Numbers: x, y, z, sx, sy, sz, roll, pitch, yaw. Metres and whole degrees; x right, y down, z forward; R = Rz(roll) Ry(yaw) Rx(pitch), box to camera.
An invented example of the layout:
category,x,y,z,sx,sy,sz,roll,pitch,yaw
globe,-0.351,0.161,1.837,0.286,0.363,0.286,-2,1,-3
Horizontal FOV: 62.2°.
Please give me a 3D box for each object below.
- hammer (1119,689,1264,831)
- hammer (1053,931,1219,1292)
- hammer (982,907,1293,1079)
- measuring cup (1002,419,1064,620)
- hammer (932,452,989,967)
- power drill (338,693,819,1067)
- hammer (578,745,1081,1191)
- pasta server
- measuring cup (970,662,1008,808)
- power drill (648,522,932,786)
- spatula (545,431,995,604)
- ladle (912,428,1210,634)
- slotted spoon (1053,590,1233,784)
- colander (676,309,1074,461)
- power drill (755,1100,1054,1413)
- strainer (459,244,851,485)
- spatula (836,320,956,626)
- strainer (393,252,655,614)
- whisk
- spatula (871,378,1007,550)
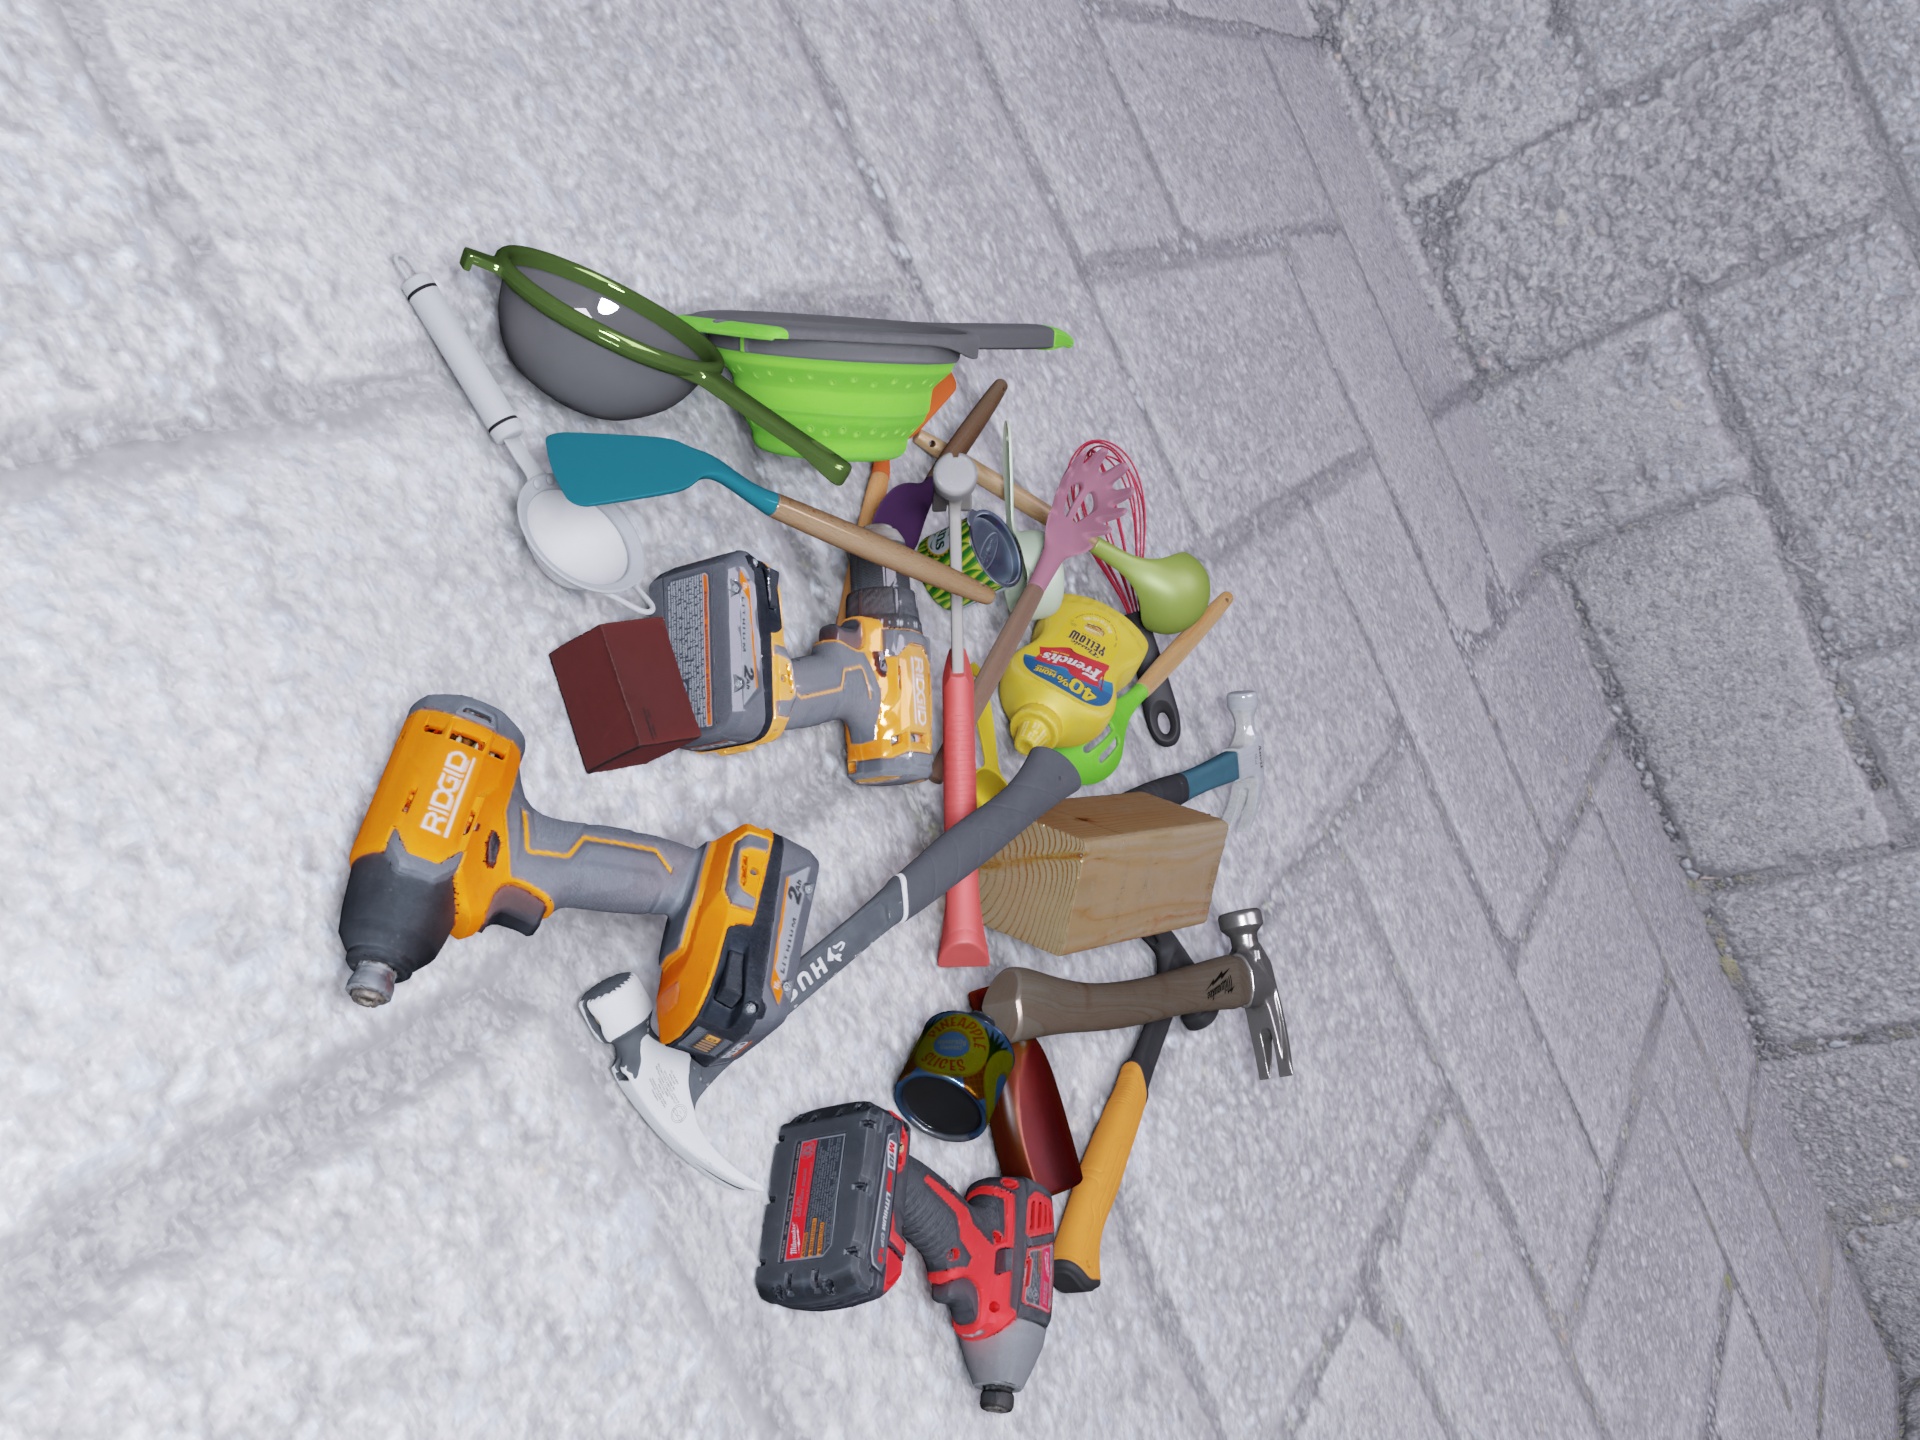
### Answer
category,x,y,z,sx,sy,sz,roll,pitch,yaw
hammer,0.190,0.062,1.424,0.331,0.033,0.128,-17,103,-52
hammer,0.125,0.291,1.226,0.127,0.034,0.337,55,36,-19
hammer,0.148,0.224,1.228,0.410,0.038,0.146,7,69,-54
measuring cup,0.058,-0.166,1.322,0.038,0.083,0.167,-5,93,-13
hammer,-0.002,-0.004,1.150,0.149,0.036,0.359,102,-13,-85
power drill,-0.197,0.098,0.814,0.226,0.084,0.164,25,51,-19
hammer,-0.048,0.127,1.003,0.409,0.036,0.149,-36,105,-41
pasta server,0.051,-0.084,1.244,0.060,0.040,0.316,35,65,-15
measuring cup,0.012,0.025,1.232,0.062,0.029,0.157,29,43,-43
power drill,-0.099,-0.055,1.054,0.226,0.084,0.185,10,73,-54
spatula,-0.103,-0.119,0.999,0.317,0.044,0.082,19,27,-37
ladle,0.090,-0.168,1.387,0.320,0.078,0.062,28,3,-21
slotted spoon,0.173,-0.042,1.425,0.070,0.031,0.314,56,47,-9
colander,-0.040,-0.251,1.195,0.397,0.205,0.094,-16,116,-50
power drill,-0.020,0.330,0.974,0.219,0.078,0.143,39,44,-39
strainer,-0.185,-0.199,0.980,0.256,0.069,0.151,35,18,8
spatula,-0.059,-0.174,1.227,0.080,0.041,0.323,44,42,-39
strainer,-0.265,-0.164,0.943,0.258,0.050,0.087,59,32,-3
whisk,0.158,-0.119,1.482,0.073,0.073,0.296,-10,85,-55
spatula,-0.015,-0.204,1.275,0.316,0.018,0.059,-61,143,-49
